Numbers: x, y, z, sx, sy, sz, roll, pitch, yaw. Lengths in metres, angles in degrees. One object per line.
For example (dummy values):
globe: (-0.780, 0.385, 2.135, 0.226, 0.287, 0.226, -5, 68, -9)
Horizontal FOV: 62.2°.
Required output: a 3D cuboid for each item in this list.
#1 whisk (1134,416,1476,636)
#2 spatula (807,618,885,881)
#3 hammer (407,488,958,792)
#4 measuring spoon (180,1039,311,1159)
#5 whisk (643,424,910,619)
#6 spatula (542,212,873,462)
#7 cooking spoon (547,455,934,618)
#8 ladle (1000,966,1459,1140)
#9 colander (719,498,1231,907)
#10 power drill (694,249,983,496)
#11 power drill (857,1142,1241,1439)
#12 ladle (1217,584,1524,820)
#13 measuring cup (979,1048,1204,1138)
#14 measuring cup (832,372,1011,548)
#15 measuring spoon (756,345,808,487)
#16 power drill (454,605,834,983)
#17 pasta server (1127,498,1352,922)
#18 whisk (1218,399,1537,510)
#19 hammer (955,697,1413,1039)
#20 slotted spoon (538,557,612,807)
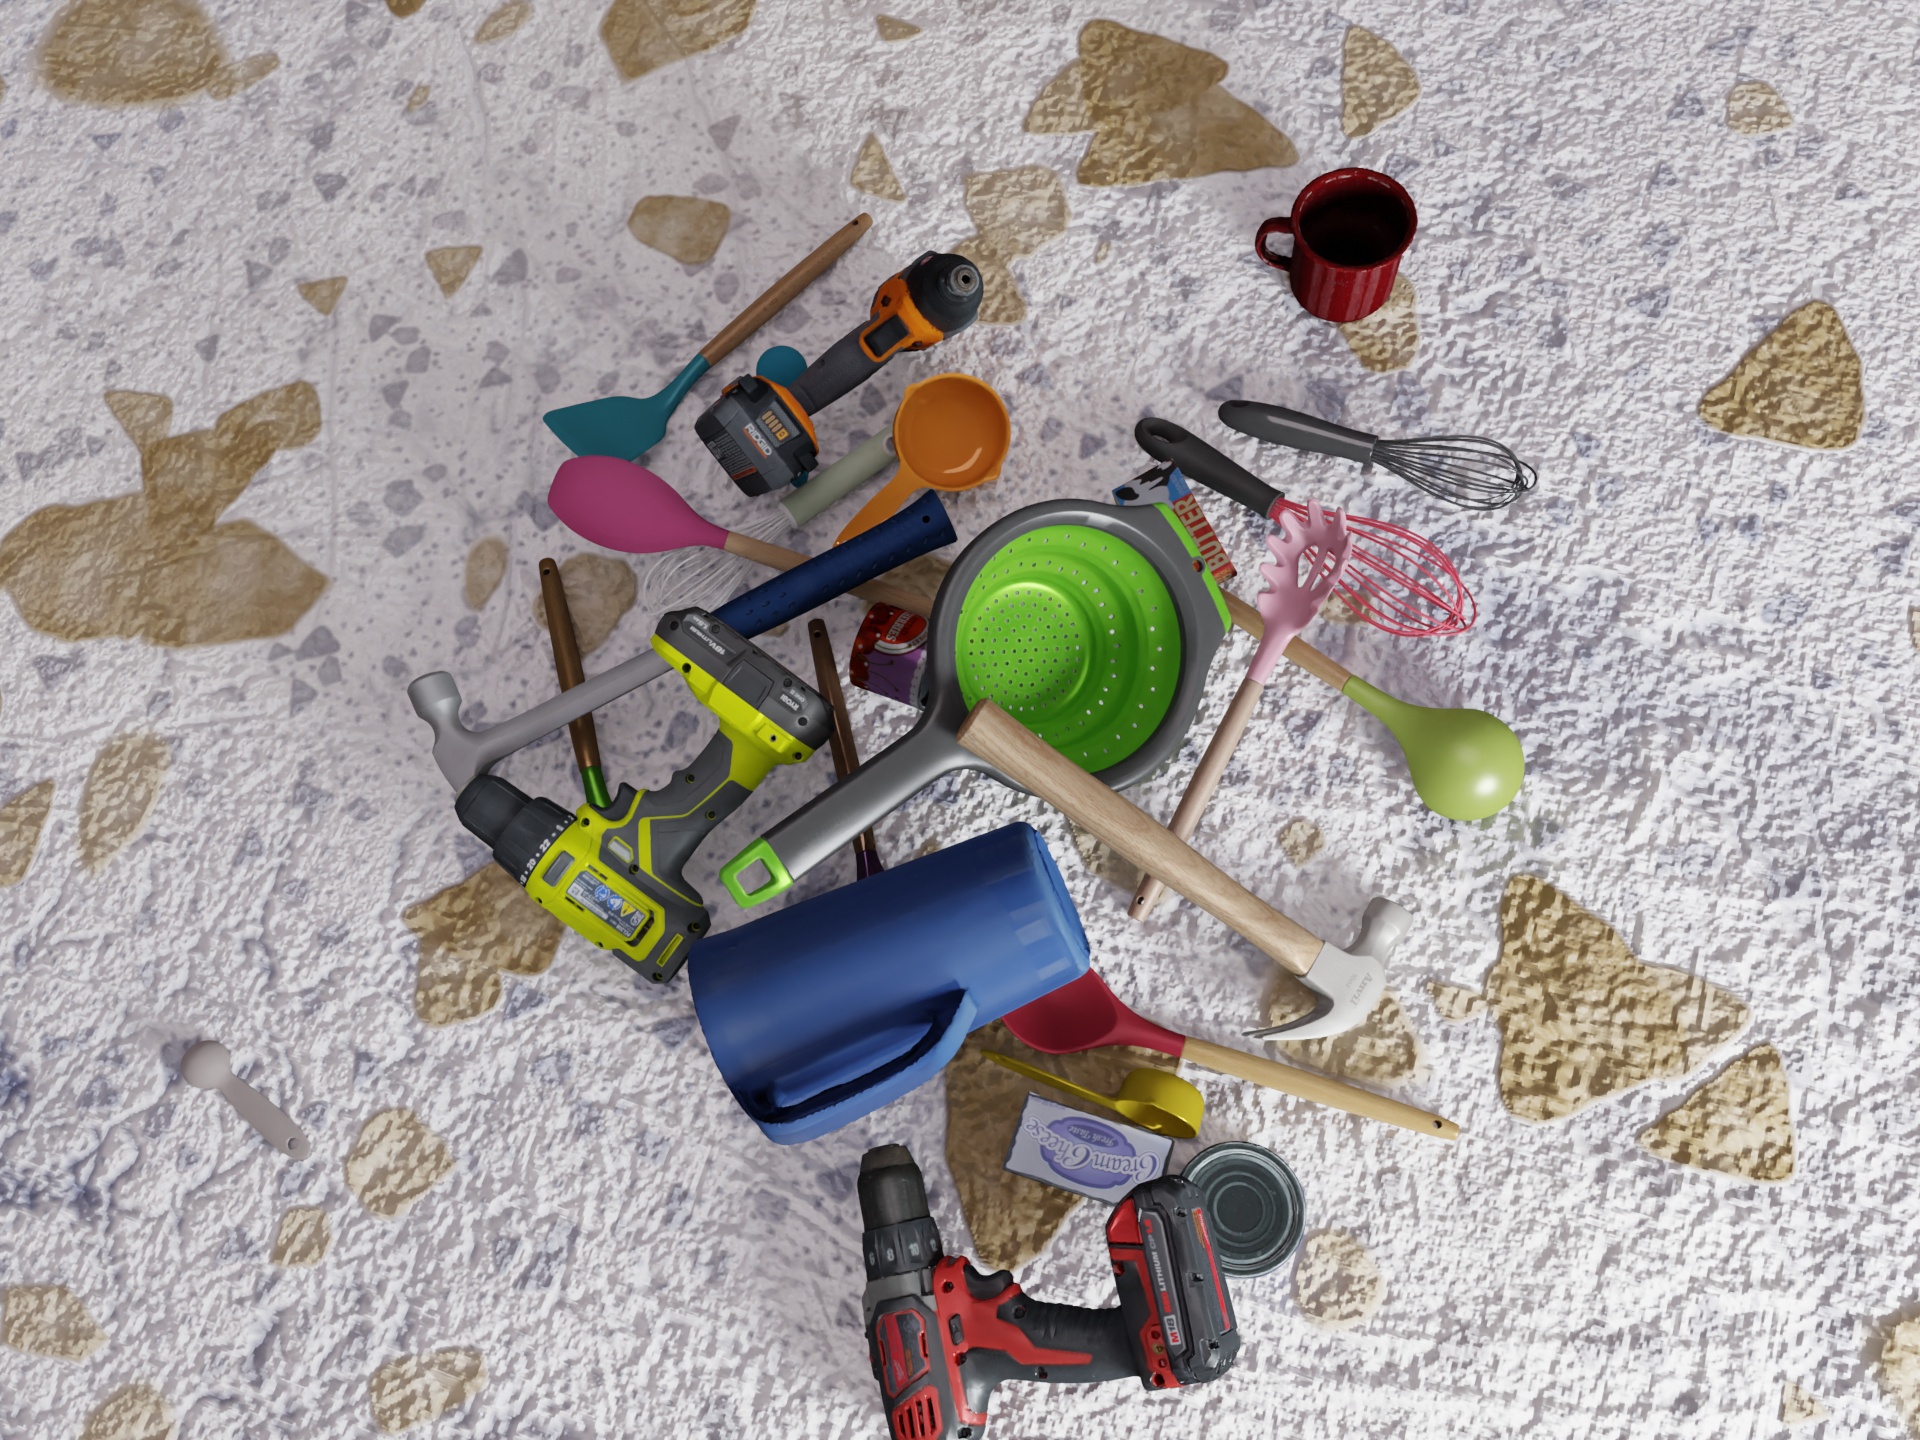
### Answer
whisk: (0.247, -0.147, 1.166, 0.296, 0.073, 0.073, 36, 78, 23)
spatula: (-0.071, 0.070, 1.143, 0.060, 0.018, 0.316, -15, 71, 0)
hammer: (-0.188, -0.051, 1.144, 0.405, 0.035, 0.144, -27, 80, -2)
measuring spoon: (-0.505, 0.268, 1.120, 0.124, 0.018, 0.034, 34, 77, 15)
whisk: (-0.139, -0.152, 1.218, 0.246, 0.059, 0.057, -37, 110, -11)
spatula: (-0.188, -0.311, 1.277, 0.317, 0.044, 0.082, -44, 68, -11)
cooking spoon: (-0.148, -0.125, 1.176, 0.319, 0.017, 0.069, 19, 76, -5)
ladle: (0.174, 0.223, 1.058, 0.315, 0.031, 0.069, 16, 72, 10)
colander: (-0.002, -0.003, 1.087, 0.397, 0.094, 0.204, -35, 104, -16)
power drill: (-0.081, -0.266, 1.181, 0.226, 0.164, 0.084, -41, 105, -11)
power drill: (0.042, 0.342, 0.989, 0.226, 0.080, 0.188, -18, 70, 15)
ladle: (0.257, -0.038, 1.139, 0.320, 0.062, 0.078, 37, 90, 24)
measuring cup: (0.087, 0.236, 1.056, 0.156, 0.062, 0.029, 16, 63, 22)
measuring cup: (-0.038, -0.188, 1.209, 0.095, 0.052, 0.173, 43, 94, -11)
measuring spoon: (-0.137, -0.244, 1.258, 0.042, 0.021, 0.129, -12, 70, 2)
power drill: (-0.213, 0.038, 1.080, 0.190, 0.080, 0.228, 37, 89, 1)
pasta server: (0.189, -0.005, 1.104, 0.060, 0.040, 0.316, 25, 86, 31)
whisk: (0.307, -0.204, 1.186, 0.239, 0.055, 0.055, 18, 74, 17)
hammer: (0.138, 0.095, 1.042, 0.331, 0.031, 0.130, 35, 75, -6)
slotted spoon: (-0.277, 0.014, 1.182, 0.070, 0.031, 0.314, -18, 68, 0)
